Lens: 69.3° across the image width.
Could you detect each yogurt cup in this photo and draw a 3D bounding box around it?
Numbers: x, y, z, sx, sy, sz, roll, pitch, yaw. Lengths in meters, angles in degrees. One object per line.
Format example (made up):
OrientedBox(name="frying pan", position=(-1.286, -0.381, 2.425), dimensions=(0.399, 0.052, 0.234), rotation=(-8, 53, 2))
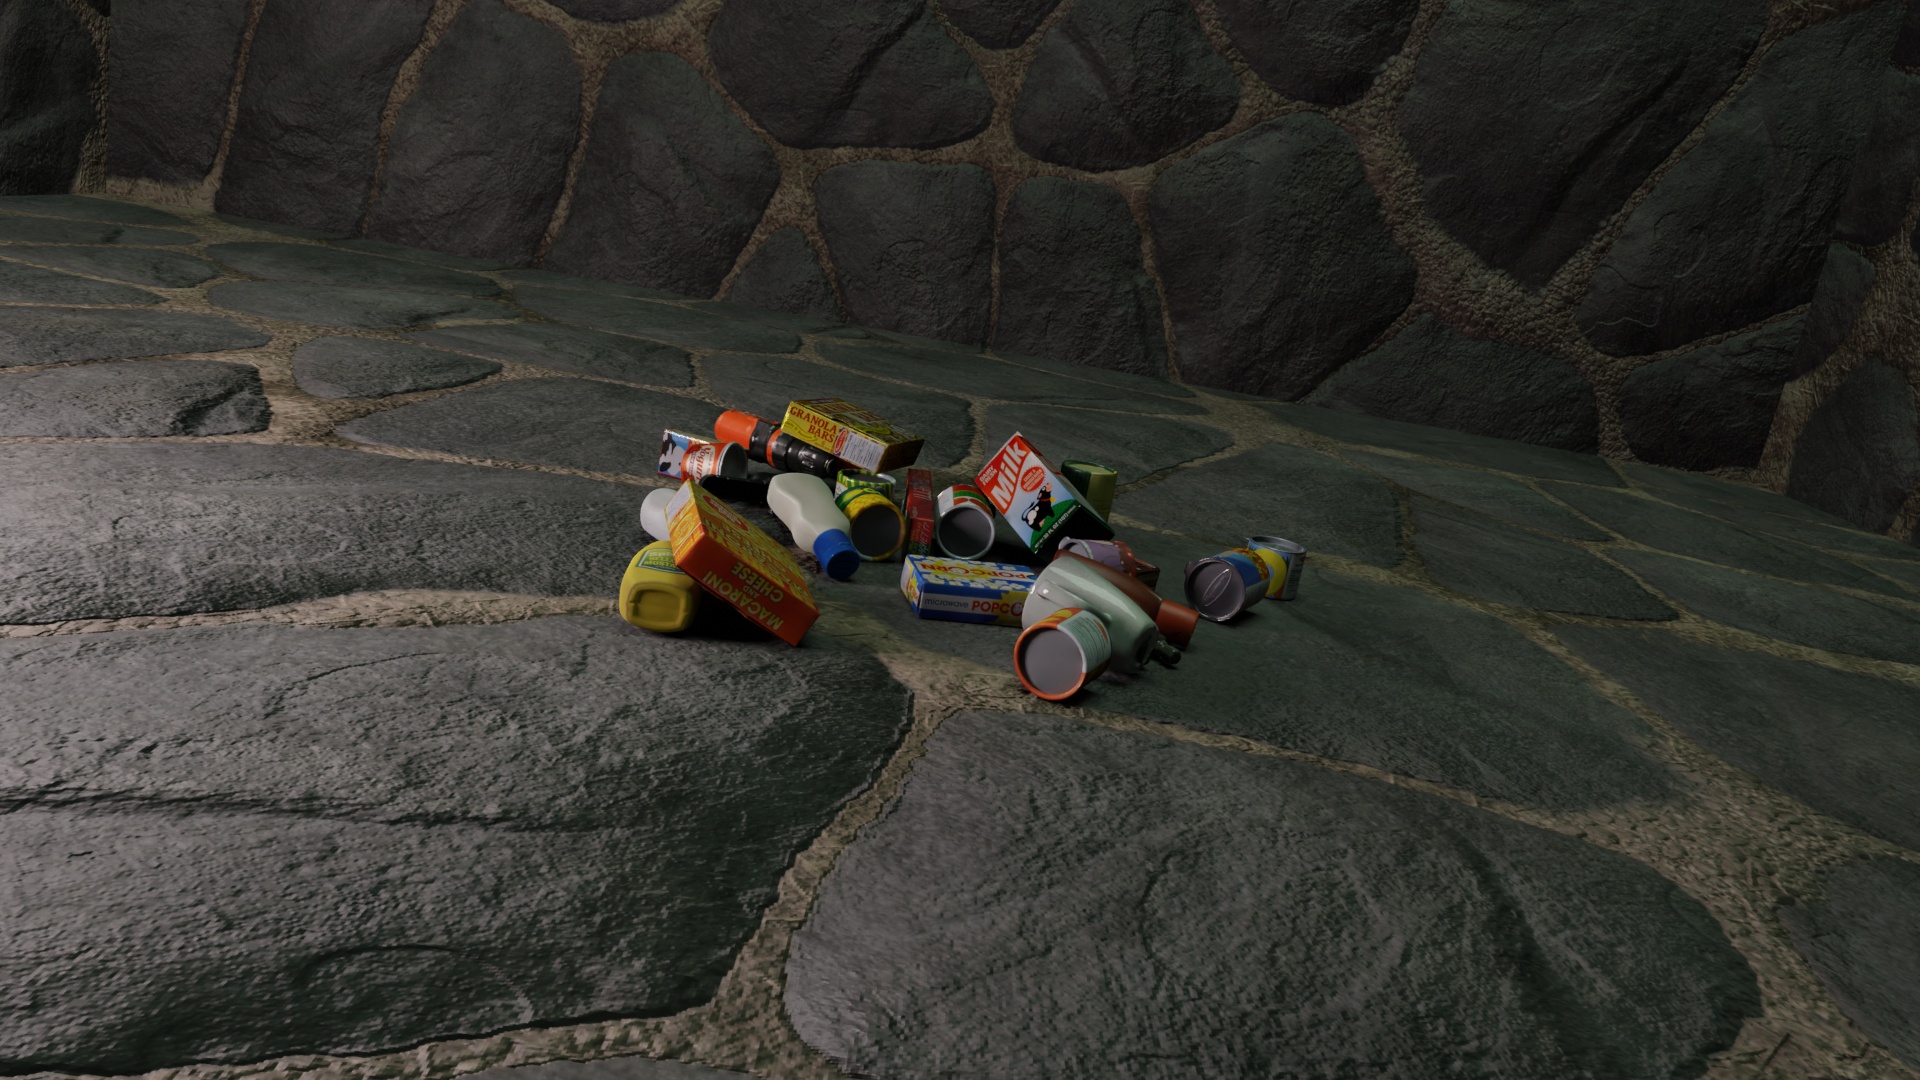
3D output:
OrientedBox(name="yogurt cup", position=(-0.276, -0.079, 1.553), dimensions=(0.054, 0.072, 0.072), rotation=(6, 13, 18))

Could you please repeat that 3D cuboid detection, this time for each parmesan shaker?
OrientedBox(name="parmesan shaker", position=(0.140, -0.036, 1.592), dimensions=(0.071, 0.102, 0.071), rotation=(10, 14, -2))

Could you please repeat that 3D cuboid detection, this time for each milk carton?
OrientedBox(name="milk carton", position=(0.082, -0.048, 1.526), dimensions=(0.073, 0.072, 0.191), rotation=(35, 13, -42))

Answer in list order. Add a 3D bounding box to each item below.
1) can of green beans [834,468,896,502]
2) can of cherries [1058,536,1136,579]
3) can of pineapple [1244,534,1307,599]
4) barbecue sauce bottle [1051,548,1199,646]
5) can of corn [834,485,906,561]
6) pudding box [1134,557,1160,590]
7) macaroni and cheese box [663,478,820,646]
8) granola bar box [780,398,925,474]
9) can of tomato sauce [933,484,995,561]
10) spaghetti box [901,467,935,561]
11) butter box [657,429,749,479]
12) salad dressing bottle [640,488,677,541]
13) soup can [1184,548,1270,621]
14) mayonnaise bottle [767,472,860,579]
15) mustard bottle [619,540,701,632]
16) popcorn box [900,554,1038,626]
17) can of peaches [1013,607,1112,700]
OrientedBox(name="can of green beans", position=(-0.108, -0.044, 1.544), dimensions=(0.071, 0.057, 0.071), rotation=(10, 14, -2))
OrientedBox(name="can of cherries", position=(0.137, 0.030, 1.411), dimensions=(0.058, 0.071, 0.071), rotation=(2, 17, -29))
OrientedBox(name="can of pineapple", position=(0.354, 0.030, 1.582), dimensions=(0.071, 0.057, 0.071), rotation=(10, 14, -2))
OrientedBox(name="barbecue sauce bottle", position=(0.154, 0.060, 1.338), dimensions=(0.148, 0.064, 0.044), rotation=(20, 45, 7))
OrientedBox(name="can of corn", position=(-0.094, -0.019, 1.438), dimensions=(0.071, 0.071, 0.058), rotation=(3, 17, -26))
OrientedBox(name="pudding box", position=(0.167, 0.032, 1.503), dimensions=(0.084, 0.030, 0.050), rotation=(23, 18, 40))
OrientedBox(name="macaroni and cheese box", position=(-0.191, 0.017, 1.196), dimensions=(0.123, 0.040, 0.167), rotation=(37, 5, -22))
OrientedBox(name="granola bar box", position=(-0.122, -0.124, 1.613), dimensions=(0.124, 0.039, 0.166), rotation=(25, 11, 9))
OrientedBox(name="can of tomato sauce", position=(0.005, -0.019, 1.513), dimensions=(0.071, 0.071, 0.083), rotation=(9, 15, -5))
OrientedBox(name="spaghetti box", position=(-0.048, -0.031, 1.553), dimensions=(0.029, 0.050, 0.251), rotation=(10, 14, -5))
OrientedBox(name="butter box", position=(-0.297, -0.092, 1.606), dimensions=(0.103, 0.053, 0.024), rotation=(15, 12, 15))
OrientedBox(name="salad dressing bottle", position=(-0.259, -0.008, 1.340), dimensions=(0.064, 0.044, 0.148), rotation=(2, 18, -36))
OrientedBox(name="soup can", position=(0.280, 0.043, 1.461), dimensions=(0.071, 0.071, 0.084), rotation=(18, 16, 27))
OrientedBox(name="mayonnaise bottle", position=(-0.143, -0.015, 1.390), dimensions=(0.065, 0.041, 0.148), rotation=(2, 31, -30))
OrientedBox(name="mustard bottle", position=(-0.253, 0.031, 1.182), dimensions=(0.065, 0.048, 0.160), rotation=(11, 14, -13))
OrientedBox(name="popcorn box", position=(0.013, 0.048, 1.323), dimensions=(0.127, 0.038, 0.085), rotation=(6, 14, -15))
OrientedBox(name="can of peaches", position=(0.083, 0.095, 1.147), dimensions=(0.071, 0.071, 0.058), rotation=(16, 16, 22))
